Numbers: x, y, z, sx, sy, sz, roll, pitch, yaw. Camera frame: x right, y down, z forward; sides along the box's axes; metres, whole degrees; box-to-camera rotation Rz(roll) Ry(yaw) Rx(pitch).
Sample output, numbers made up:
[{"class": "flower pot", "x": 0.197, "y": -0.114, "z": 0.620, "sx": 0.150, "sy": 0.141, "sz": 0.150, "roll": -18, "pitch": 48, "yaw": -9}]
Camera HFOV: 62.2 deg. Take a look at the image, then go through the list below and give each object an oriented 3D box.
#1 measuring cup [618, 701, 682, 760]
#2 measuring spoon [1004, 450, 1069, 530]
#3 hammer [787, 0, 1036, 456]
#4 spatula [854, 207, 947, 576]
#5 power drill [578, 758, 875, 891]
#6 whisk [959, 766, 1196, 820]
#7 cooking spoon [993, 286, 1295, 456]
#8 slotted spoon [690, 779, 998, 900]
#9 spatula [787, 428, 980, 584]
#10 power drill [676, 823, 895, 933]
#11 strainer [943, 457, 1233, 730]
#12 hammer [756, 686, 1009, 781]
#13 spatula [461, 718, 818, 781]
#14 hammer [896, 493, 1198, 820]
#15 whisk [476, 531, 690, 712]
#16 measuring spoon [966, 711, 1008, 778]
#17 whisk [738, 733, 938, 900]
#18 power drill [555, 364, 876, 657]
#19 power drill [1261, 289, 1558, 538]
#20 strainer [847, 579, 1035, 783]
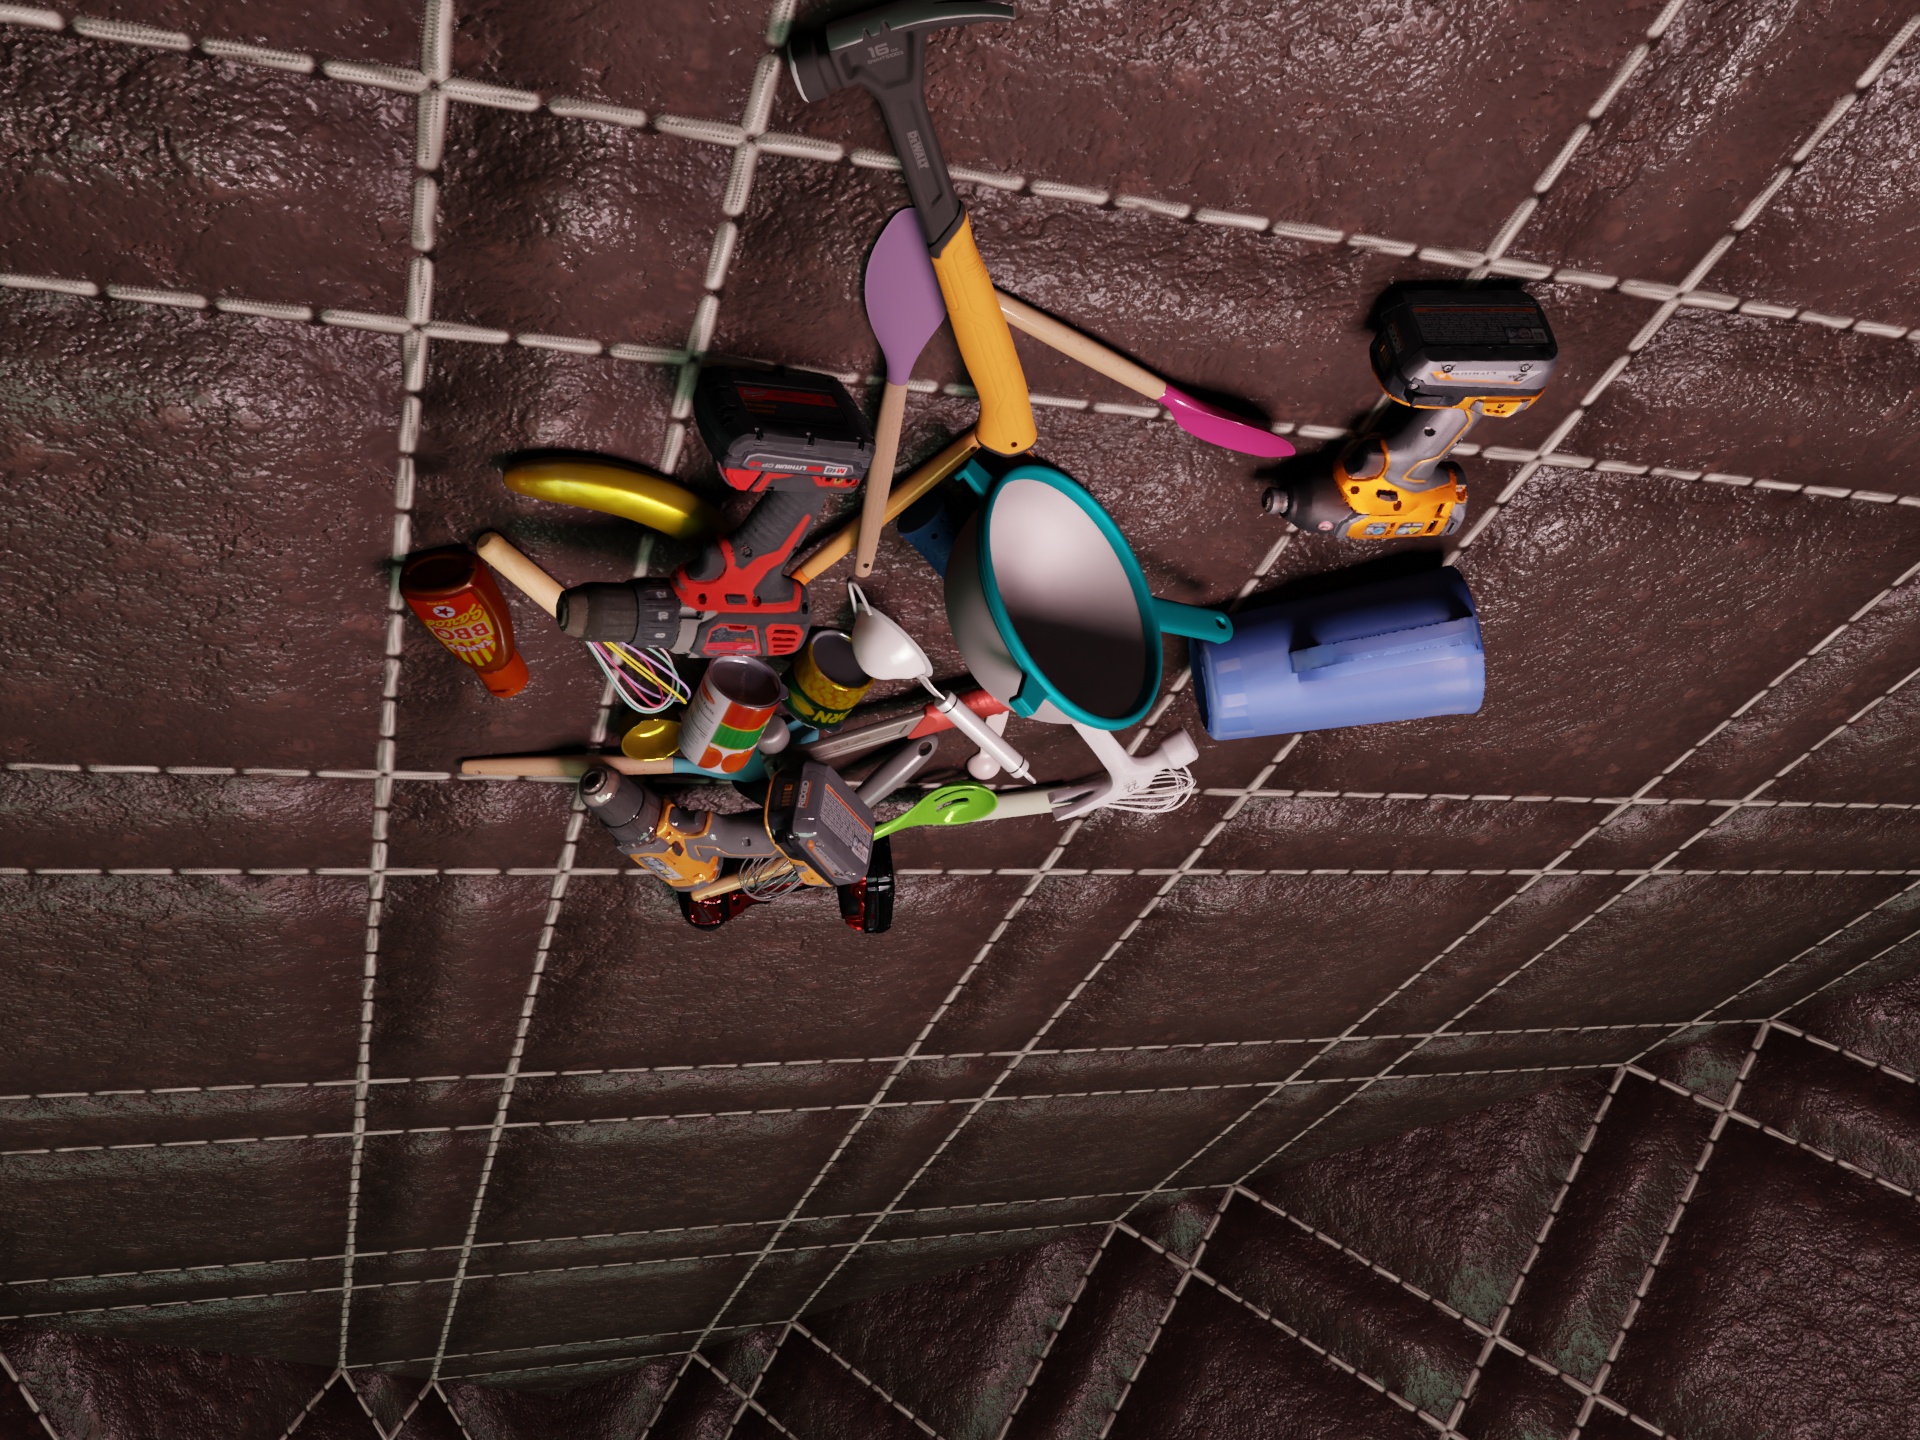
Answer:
[{"class": "measuring cup", "x": -0.226, "y": -0.011, "z": 1.398, "sx": 0.156, "sy": 0.029, "sz": 0.062, "roll": -22, "pitch": 145, "yaw": -6}, {"class": "measuring spoon", "x": 0.060, "y": -0.184, "z": 1.230, "sx": 0.021, "sy": 0.011, "sz": 0.116, "roll": -36, "pitch": 140, "yaw": 8}, {"class": "hammer", "x": 0.005, "y": -0.291, "z": 0.996, "sx": 0.127, "sy": 0.034, "sz": 0.336, "roll": -13, "pitch": 143, "yaw": 8}, {"class": "spatula", "x": -0.050, "y": -0.218, "z": 1.111, "sx": 0.059, "sy": 0.018, "sz": 0.315, "roll": -2, "pitch": 140, "yaw": -14}, {"class": "power drill", "x": -0.213, "y": 0.088, "z": 1.420, "sx": 0.226, "sy": 0.084, "sz": 0.185, "roll": -6, "pitch": 148, "yaw": 23}, {"class": "whisk", "x": 0.118, "y": 0.077, "z": 1.624, "sx": 0.246, "sy": 0.059, "sz": 0.057, "roll": -7, "pitch": 111, "yaw": 0}, {"class": "cooking spoon", "x": 0.124, "y": -0.246, "z": 1.135, "sx": 0.318, "sy": 0.017, "sz": 0.069, "roll": 18, "pitch": 174, "yaw": -35}, {"class": "slotted spoon", "x": -0.115, "y": 0.119, "z": 1.565, "sx": 0.313, "sy": 0.031, "sz": 0.070, "roll": -19, "pitch": 145, "yaw": -4}, {"class": "spatula", "x": -0.105, "y": -0.137, "z": 1.238, "sx": 0.322, "sy": 0.041, "sz": 0.081, "roll": -34, "pitch": 143, "yaw": 24}, {"class": "power drill", "x": -0.182, "y": 0.173, "z": 1.645, "sx": 0.219, "sy": 0.079, "sz": 0.143, "roll": -3, "pitch": 146, "yaw": -8}, {"class": "strainer", "x": 0.095, "y": -0.077, "z": 1.252, "sx": 0.095, "sy": 0.211, "sz": 0.340, "roll": -24, "pitch": 163, "yaw": 35}, {"class": "hammer", "x": -0.002, "y": -0.005, "z": 1.440, "sx": 0.359, "sy": 0.037, "sz": 0.149, "roll": -17, "pitch": 149, "yaw": 1}, {"class": "spatula", "x": -0.286, "y": 0.032, "z": 1.440, "sx": 0.317, "sy": 0.044, "sz": 0.082, "roll": 0, "pitch": 145, "yaw": -9}, {"class": "hammer", "x": 0.061, "y": -0.046, "z": 1.354, "sx": 0.144, "sy": 0.035, "sz": 0.405, "roll": -30, "pitch": 135, "yaw": 13}, {"class": "whisk", "x": -0.296, "y": -0.074, "z": 1.258, "sx": 0.051, "sy": 0.047, "sz": 0.244, "roll": -33, "pitch": 140, "yaw": 10}, {"class": "measuring spoon", "x": 0.031, "y": 0.022, "z": 1.529, "sx": 0.034, "sy": 0.018, "sz": 0.124, "roll": -4, "pitch": 146, "yaw": -12}, {"class": "whisk", "x": -0.115, "y": 0.089, "z": 1.513, "sx": 0.239, "sy": 0.055, "sz": 0.055, "roll": -40, "pitch": 143, "yaw": 4}, {"class": "power drill", "x": -0.173, "y": -0.133, "z": 1.117, "sx": 0.187, "sy": 0.080, "sz": 0.226, "roll": -1, "pitch": 137, "yaw": -31}, {"class": "power drill", "x": 0.331, "y": -0.218, "z": 1.201, "sx": 0.164, "sy": 0.084, "sz": 0.226, "roll": -3, "pitch": 150, "yaw": -11}, {"class": "strainer", "x": -0.018, "y": -0.019, "z": 1.348, "sx": 0.258, "sy": 0.050, "sz": 0.087, "roll": 42, "pitch": 166, "yaw": -29}]
